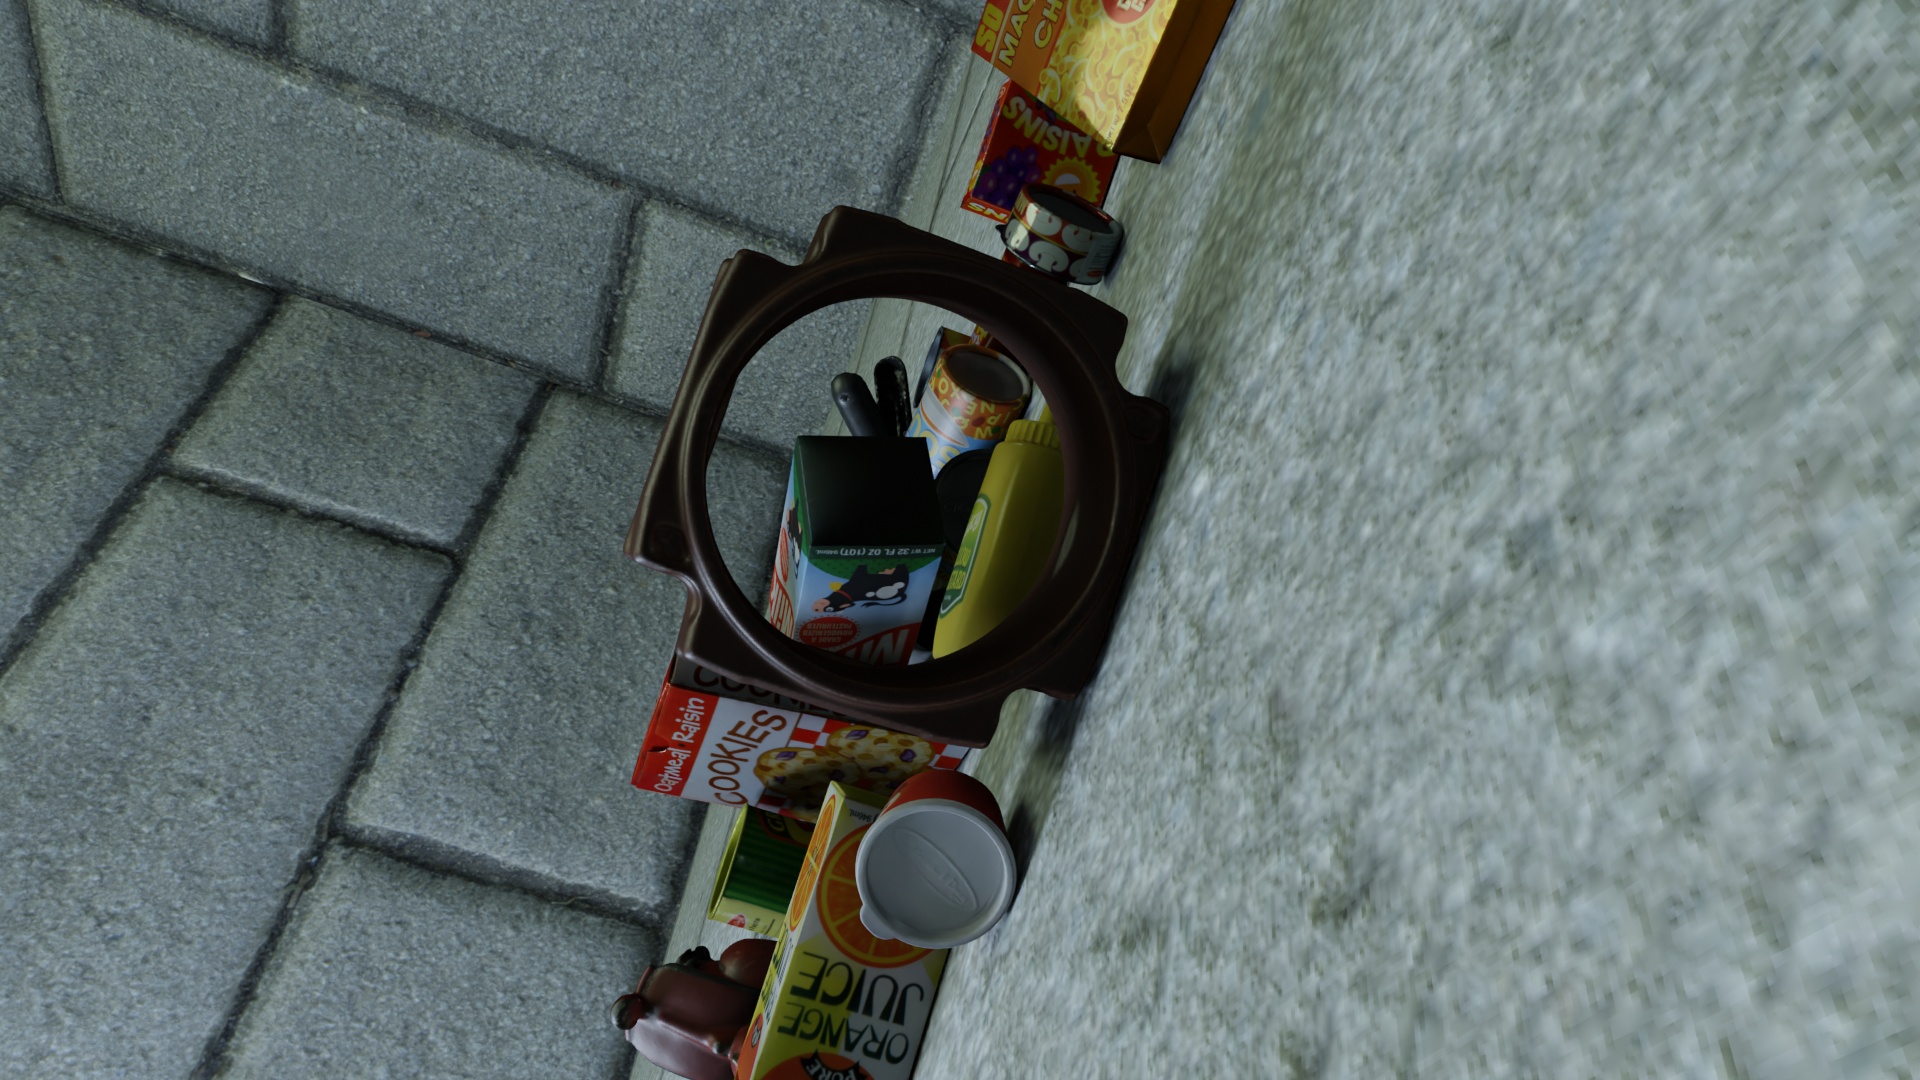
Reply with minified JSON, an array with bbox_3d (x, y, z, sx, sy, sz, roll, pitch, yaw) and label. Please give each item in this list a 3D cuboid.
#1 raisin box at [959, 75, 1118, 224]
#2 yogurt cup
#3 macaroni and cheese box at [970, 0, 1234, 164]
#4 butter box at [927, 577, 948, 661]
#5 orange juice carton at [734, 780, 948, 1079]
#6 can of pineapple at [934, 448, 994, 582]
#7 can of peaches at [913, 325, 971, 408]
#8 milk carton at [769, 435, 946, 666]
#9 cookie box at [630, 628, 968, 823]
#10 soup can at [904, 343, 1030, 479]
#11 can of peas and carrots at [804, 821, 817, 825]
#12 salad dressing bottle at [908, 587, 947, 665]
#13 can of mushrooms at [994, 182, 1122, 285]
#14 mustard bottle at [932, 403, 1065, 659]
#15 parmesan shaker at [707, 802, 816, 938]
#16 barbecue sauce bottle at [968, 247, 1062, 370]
[{"bbox_3d":[0.061,-0.264,0.910,0.040,0.086,0.123,-162,90,-79],"label":"raisin box"},{"bbox_3d":[-0.009,0.135,0.608,0.054,0.072,0.072,-76,7,-77],"label":"yogurt cup"},{"bbox_3d":[0.080,-0.307,0.792,0.167,0.040,0.123,51,127,42],"label":"macaroni and cheese box"},{"bbox_3d":[-0.023,0.051,0.965,0.053,0.024,0.103,-149,77,-80],"label":"butter box"},{"bbox_3d":[-0.057,0.223,0.680,0.073,0.072,0.193,156,132,-78],"label":"orange juice carton"},{"bbox_3d":[0.008,-0.010,0.775,0.057,0.071,0.071,133,154,-70],"label":"can of pineapple"},{"bbox_3d":[0.002,-0.124,1.059,0.071,0.058,0.071,-159,88,-81],"label":"can of peaches"},{"bbox_3d":[-0.064,0.029,0.779,0.189,0.072,0.074,107,157,-52],"label":"milk carton"},{"bbox_3d":[-0.091,0.114,0.785,0.122,0.167,0.040,119,160,-48],"label":"cookie box"},{"bbox_3d":[0.000,-0.082,0.945,0.072,0.071,0.083,-83,15,-51],"label":"soup can"},{"bbox_3d":[-0.072,0.162,0.897,0.059,0.071,0.070,-104,34,-74],"label":"can of peas and carrots"},{"bbox_3d":[-0.031,0.054,0.874,0.147,0.044,0.064,-17,66,63],"label":"salad dressing bottle"},{"bbox_3d":[0.057,-0.181,0.815,0.071,0.071,0.033,-87,20,-58],"label":"can of mushrooms"},{"bbox_3d":[0.030,-0.009,0.703,0.065,0.049,0.160,157,131,-75],"label":"mustard bottle"},{"bbox_3d":[-0.083,0.195,0.784,0.071,0.103,0.071,-159,88,-80],"label":"parmesan shaker"},{"bbox_3d":[0.028,-0.137,0.981,0.065,0.044,0.147,-90,20,-58],"label":"barbecue sauce bottle"}]
